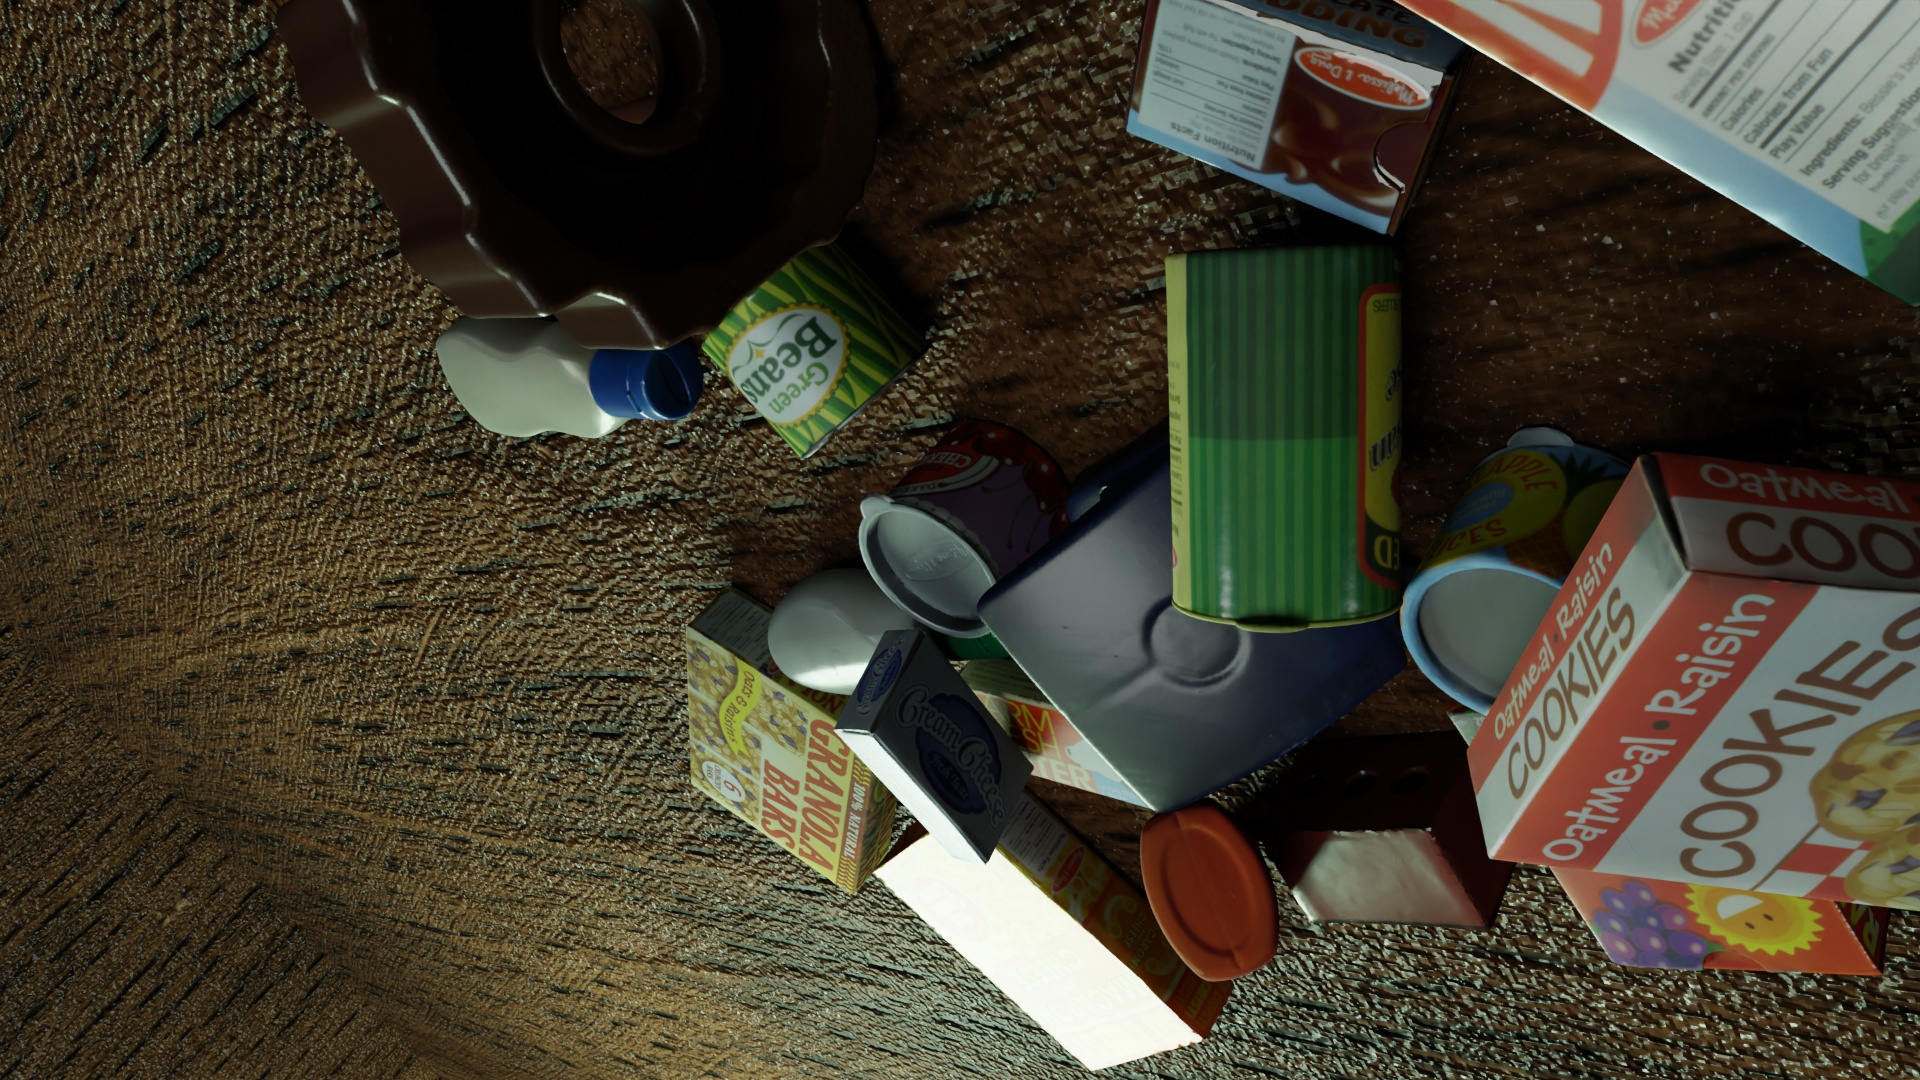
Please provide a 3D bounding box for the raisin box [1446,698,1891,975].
[{"bbox_3d":[0.230,0.085,0.450,0.086,0.040,0.123,-18,115,49],"label":"raisin box"}]

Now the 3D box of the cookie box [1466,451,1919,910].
[{"bbox_3d":[0.230,0.042,0.346,0.167,0.040,0.122,7,137,1],"label":"cookie box"}]

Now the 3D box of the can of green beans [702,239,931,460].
[{"bbox_3d":[-0.054,-0.073,0.523,0.058,0.071,0.071,48,143,-8],"label":"can of green beans"}]

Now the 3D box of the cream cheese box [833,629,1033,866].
[{"bbox_3d":[-0.009,0.090,0.600,0.024,0.053,0.103,-2,137,39],"label":"cream cheese box"}]

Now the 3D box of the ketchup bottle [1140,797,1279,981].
[{"bbox_3d":[0.103,0.136,0.558,0.148,0.043,0.065,42,-154,-74],"label":"ketchup bottle"}]

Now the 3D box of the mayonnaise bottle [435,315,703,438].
[{"bbox_3d":[-0.185,-0.078,0.660,0.148,0.041,0.064,7,133,36],"label":"mayonnaise bottle"}]

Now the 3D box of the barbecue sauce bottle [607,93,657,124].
[{"bbox_3d":[-0.129,-0.139,0.544,0.148,0.044,0.064,6,137,39],"label":"barbecue sauce bottle"}]

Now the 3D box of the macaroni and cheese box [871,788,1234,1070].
[{"bbox_3d":[0.046,0.204,0.740,0.166,0.040,0.123,42,144,0],"label":"macaroni and cheese box"}]

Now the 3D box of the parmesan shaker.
[{"bbox_3d":[0.092,-0.032,0.397,0.071,0.071,0.103,5,103,39],"label":"parmesan shaker"}]

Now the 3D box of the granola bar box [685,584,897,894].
[{"bbox_3d":[-0.092,0.114,0.773,0.124,0.039,0.164,31,142,15],"label":"granola bar box"}]

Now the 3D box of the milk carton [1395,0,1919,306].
[{"bbox_3d":[0.137,-0.139,0.278,0.191,0.073,0.073,34,143,8],"label":"milk carton"}]

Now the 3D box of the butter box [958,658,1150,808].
[{"bbox_3d":[0.048,0.085,0.629,0.103,0.024,0.053,10,133,35],"label":"butter box"}]

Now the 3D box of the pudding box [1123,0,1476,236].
[{"bbox_3d":[0.089,-0.122,0.374,0.084,0.030,0.049,27,140,18],"label":"pudding box"}]

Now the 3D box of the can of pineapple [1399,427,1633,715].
[{"bbox_3d":[0.171,0.012,0.413,0.071,0.058,0.070,25,141,22],"label":"can of pineapple"}]

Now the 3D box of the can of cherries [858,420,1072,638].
[{"bbox_3d":[0.002,-0.007,0.547,0.071,0.059,0.071,25,142,22],"label":"can of cherries"}]

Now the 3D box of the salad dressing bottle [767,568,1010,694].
[{"bbox_3d":[-0.027,0.039,0.635,0.147,0.044,0.064,-9,122,45],"label":"salad dressing bottle"}]
